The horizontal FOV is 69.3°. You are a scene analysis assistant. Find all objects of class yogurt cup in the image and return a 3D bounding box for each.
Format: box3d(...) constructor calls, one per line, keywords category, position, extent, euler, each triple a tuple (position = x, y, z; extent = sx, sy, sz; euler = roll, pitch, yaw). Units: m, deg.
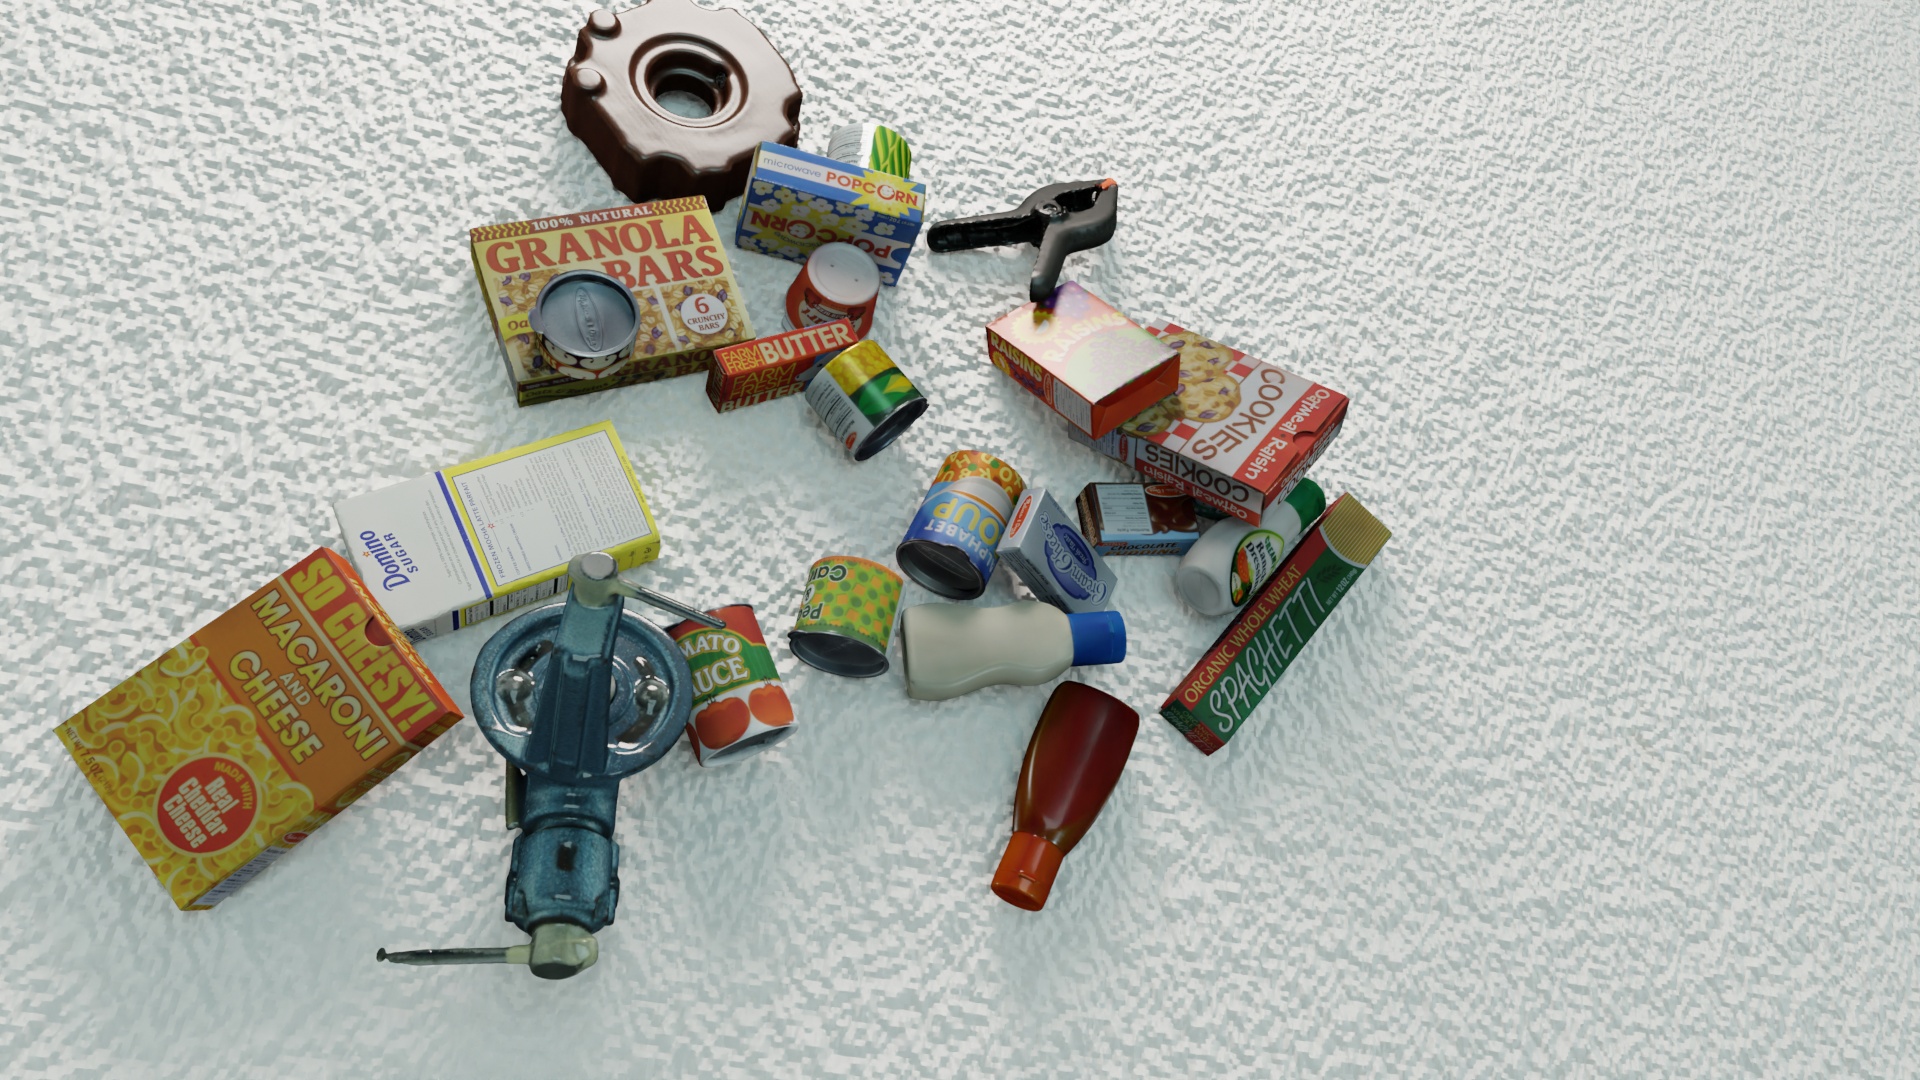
box3d(category="yogurt cup", position=(-0.091, -0.181, 1.016), extent=(0.072, 0.053, 0.072), euler=(8, 63, -16))

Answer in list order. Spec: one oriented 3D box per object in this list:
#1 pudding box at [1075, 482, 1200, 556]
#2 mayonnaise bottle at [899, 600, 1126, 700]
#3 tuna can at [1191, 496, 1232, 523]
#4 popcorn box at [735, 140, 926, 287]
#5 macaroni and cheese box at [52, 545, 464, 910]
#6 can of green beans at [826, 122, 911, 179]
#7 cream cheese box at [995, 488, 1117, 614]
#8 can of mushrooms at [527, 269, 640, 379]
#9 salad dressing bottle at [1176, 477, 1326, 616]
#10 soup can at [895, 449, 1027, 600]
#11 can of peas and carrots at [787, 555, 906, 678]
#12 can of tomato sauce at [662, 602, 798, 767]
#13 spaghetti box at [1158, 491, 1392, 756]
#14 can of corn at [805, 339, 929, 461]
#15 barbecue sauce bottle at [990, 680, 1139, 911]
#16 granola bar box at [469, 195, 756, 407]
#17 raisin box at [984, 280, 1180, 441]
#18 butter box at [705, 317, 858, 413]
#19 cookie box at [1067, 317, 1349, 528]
box3d(category="pudding box", position=(0.131, -0.015, 1.027), extent=(0.084, 0.030, 0.050), euler=(-1, 65, -19))
box3d(category="mayonnaise bottle", position=(0.036, 0.071, 0.933), extent=(0.148, 0.041, 0.065), euler=(-4, 61, -9))
box3d(category="tuna can", position=(0.198, -0.050, 1.064), extent=(0.071, 0.032, 0.071), euler=(7, 63, -15))
box3d(category="popcorn box", position=(-0.097, -0.239, 1.023), extent=(0.127, 0.085, 0.038), euler=(12, 62, -13))
box3d(category="macaroni and cheese box", position=(-0.383, 0.102, 0.767), extent=(0.167, 0.040, 0.124), euler=(-38, 82, -14))
box3d(category="can of green beans", position=(-0.072, -0.275, 1.059), extent=(0.071, 0.071, 0.058), euler=(13, 62, -13))
box3d(category="cream cheese box", position=(0.067, 0.017, 0.964), extent=(0.103, 0.024, 0.053), euler=(49, 54, -34))
box3d(category="can of mushrooms", position=(-0.247, -0.141, 0.910), extent=(0.071, 0.033, 0.071), euler=(7, 66, -16))
box3d(category="salad dressing bottle", position=(0.220, 0.001, 1.037), extent=(0.148, 0.044, 0.064), euler=(-36, 126, -35))
box3d(category="soup can", position=(0.003, -0.012, 0.958), extent=(0.071, 0.071, 0.084), euler=(29, 60, -4))
box3d(category="can of peas and carrots", position=(-0.075, 0.049, 0.905), extent=(0.071, 0.070, 0.059), euler=(18, 61, -10))
box3d(category="can of tomato sauce", position=(-0.146, 0.090, 0.860), extent=(0.071, 0.071, 0.083), euler=(-17, 73, -25))
box3d(category="spaghetti box", position=(0.238, 0.057, 1.030), extent=(0.050, 0.028, 0.251), euler=(43, 60, 5))
box3d(category="can of corn", position=(-0.065, -0.100, 0.980), extent=(0.071, 0.071, 0.058), euler=(-36, 81, -29))
box3d(category="barbecue sauce bottle", position=(0.065, 0.168, 0.910), extent=(0.065, 0.043, 0.149), euler=(25, 61, 4))
box3d(category="granola bar box", position=(-0.242, -0.169, 0.967), extent=(0.166, 0.039, 0.124), euler=(-15, 72, -24))
box3d(category="raisin box", position=(0.090, -0.136, 1.032), extent=(0.086, 0.039, 0.124), euler=(-32, 51, -21))
box3d(category="butter box", position=(-0.126, -0.123, 0.977), extent=(0.104, 0.053, 0.024), euler=(-19, 72, -25))
box3d(category="cookie box", position=(0.183, -0.092, 1.035), extent=(0.168, 0.040, 0.123), euler=(28, 56, 27))
